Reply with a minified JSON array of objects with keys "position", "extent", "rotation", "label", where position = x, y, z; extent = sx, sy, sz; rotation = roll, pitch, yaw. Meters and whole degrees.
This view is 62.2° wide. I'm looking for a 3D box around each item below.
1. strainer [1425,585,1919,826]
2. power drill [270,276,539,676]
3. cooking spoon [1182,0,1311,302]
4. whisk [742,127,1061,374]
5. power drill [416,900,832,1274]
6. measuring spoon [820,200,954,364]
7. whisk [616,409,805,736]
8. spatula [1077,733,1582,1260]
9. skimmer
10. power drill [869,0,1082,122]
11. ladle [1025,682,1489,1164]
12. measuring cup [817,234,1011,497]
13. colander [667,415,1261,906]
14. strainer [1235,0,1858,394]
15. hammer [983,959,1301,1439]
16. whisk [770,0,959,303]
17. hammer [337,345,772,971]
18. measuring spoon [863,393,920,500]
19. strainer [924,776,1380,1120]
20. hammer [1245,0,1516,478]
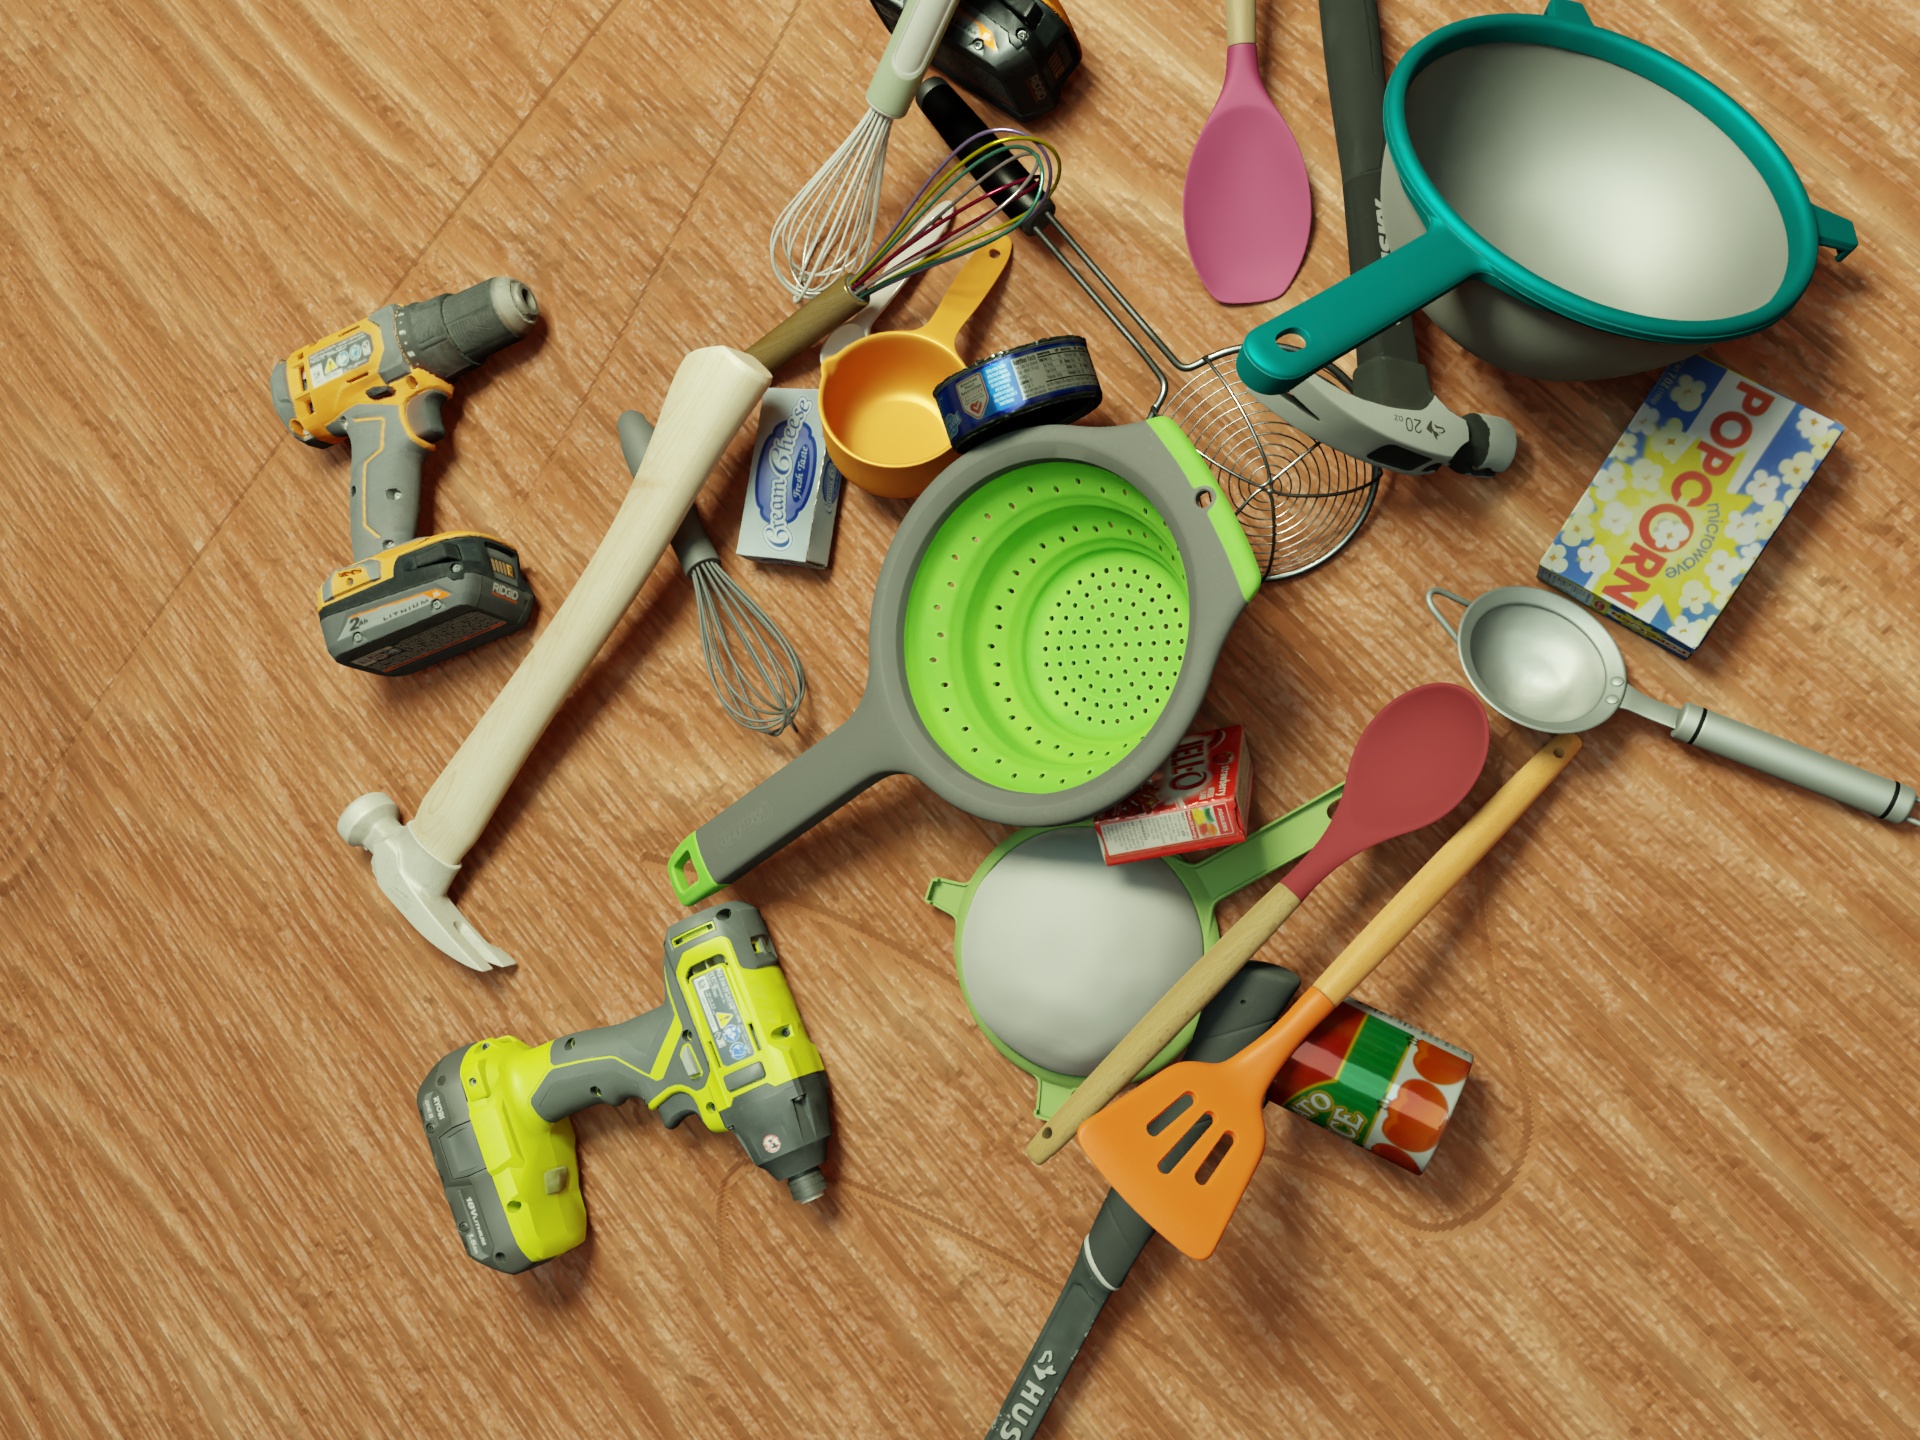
[{"position":[0.344,0.000,0.773],"extent":[0.258,0.050,0.087],"rotation":[23,59,14],"label":"strainer"},{"position":[-0.334,-0.162,1.006],"extent":[0.185,0.084,0.226],"rotation":[-20,75,15],"label":"power drill"},{"position":[0.150,-0.387,0.849],"extent":[0.069,0.017,0.319],"rotation":[-1,100,11],"label":"cooking spoon"},{"position":[-0.040,-0.252,0.899],"extent":[0.245,0.047,0.051],"rotation":[-26,83,36],"label":"whisk"},{"position":[-0.188,0.226,0.924],"extent":[0.223,0.080,0.171],"rotation":[-26,77,13],"label":"power drill"},{"position":[-0.039,-0.254,0.943],"extent":[0.034,0.018,0.124],"rotation":[37,92,37],"label":"measuring spoon"},{"position":[-0.153,-0.092,0.955],"extent":[0.055,0.055,0.239],"rotation":[-33,71,14],"label":"whisk"},{"position":[0.192,0.115,0.762],"extent":[0.322,0.041,0.081],"rotation":[-43,76,-10],"label":"spatula"},{"position":[0.089,-0.231,0.887],"extent":[0.127,0.090,0.364],"rotation":[-43,63,19],"label":"skimmer"},{"position":[0.071,-0.457,0.886],"extent":[0.164,0.084,0.226],"rotation":[38,95,16],"label":"power drill"},{"position":[0.146,0.104,0.788],"extent":[0.315,0.031,0.069],"rotation":[-45,43,-2],"label":"ladle"},{"position":[-0.015,-0.204,0.916],"extent":[0.095,0.052,0.174],"rotation":[27,70,9],"label":"measuring cup"},{"position":[-0.001,-0.003,0.871],"extent":[0.397,0.094,0.205],"rotation":[-35,67,26],"label":"colander"},{"position":[0.238,-0.202,0.735],"extent":[0.340,0.095,0.211],"rotation":[-32,71,-26],"label":"strainer"},{"position":[0.070,0.305,0.834],"extent":[0.149,0.036,0.409],"rotation":[29,99,17],"label":"hammer"},{"position":[-0.045,-0.335,0.884],"extent":[0.057,0.059,0.246],"rotation":[20,131,-17],"label":"whisk"},{"position":[-0.228,-0.038,0.948],"extent":[0.146,0.038,0.410],"rotation":[42,108,17],"label":"hammer"},{"position":[-0.041,-0.159,0.938],"extent":[0.021,0.011,0.117],"rotation":[-44,70,18],"label":"measuring spoon"},{"position":[0.102,0.098,0.833],"extent":[0.256,0.069,0.151],"rotation":[-31,76,16],"label":"strainer"},{"position":[0.204,-0.291,0.818],"extent":[0.035,0.146,0.335],"rotation":[-25,64,60],"label":"hammer"}]
